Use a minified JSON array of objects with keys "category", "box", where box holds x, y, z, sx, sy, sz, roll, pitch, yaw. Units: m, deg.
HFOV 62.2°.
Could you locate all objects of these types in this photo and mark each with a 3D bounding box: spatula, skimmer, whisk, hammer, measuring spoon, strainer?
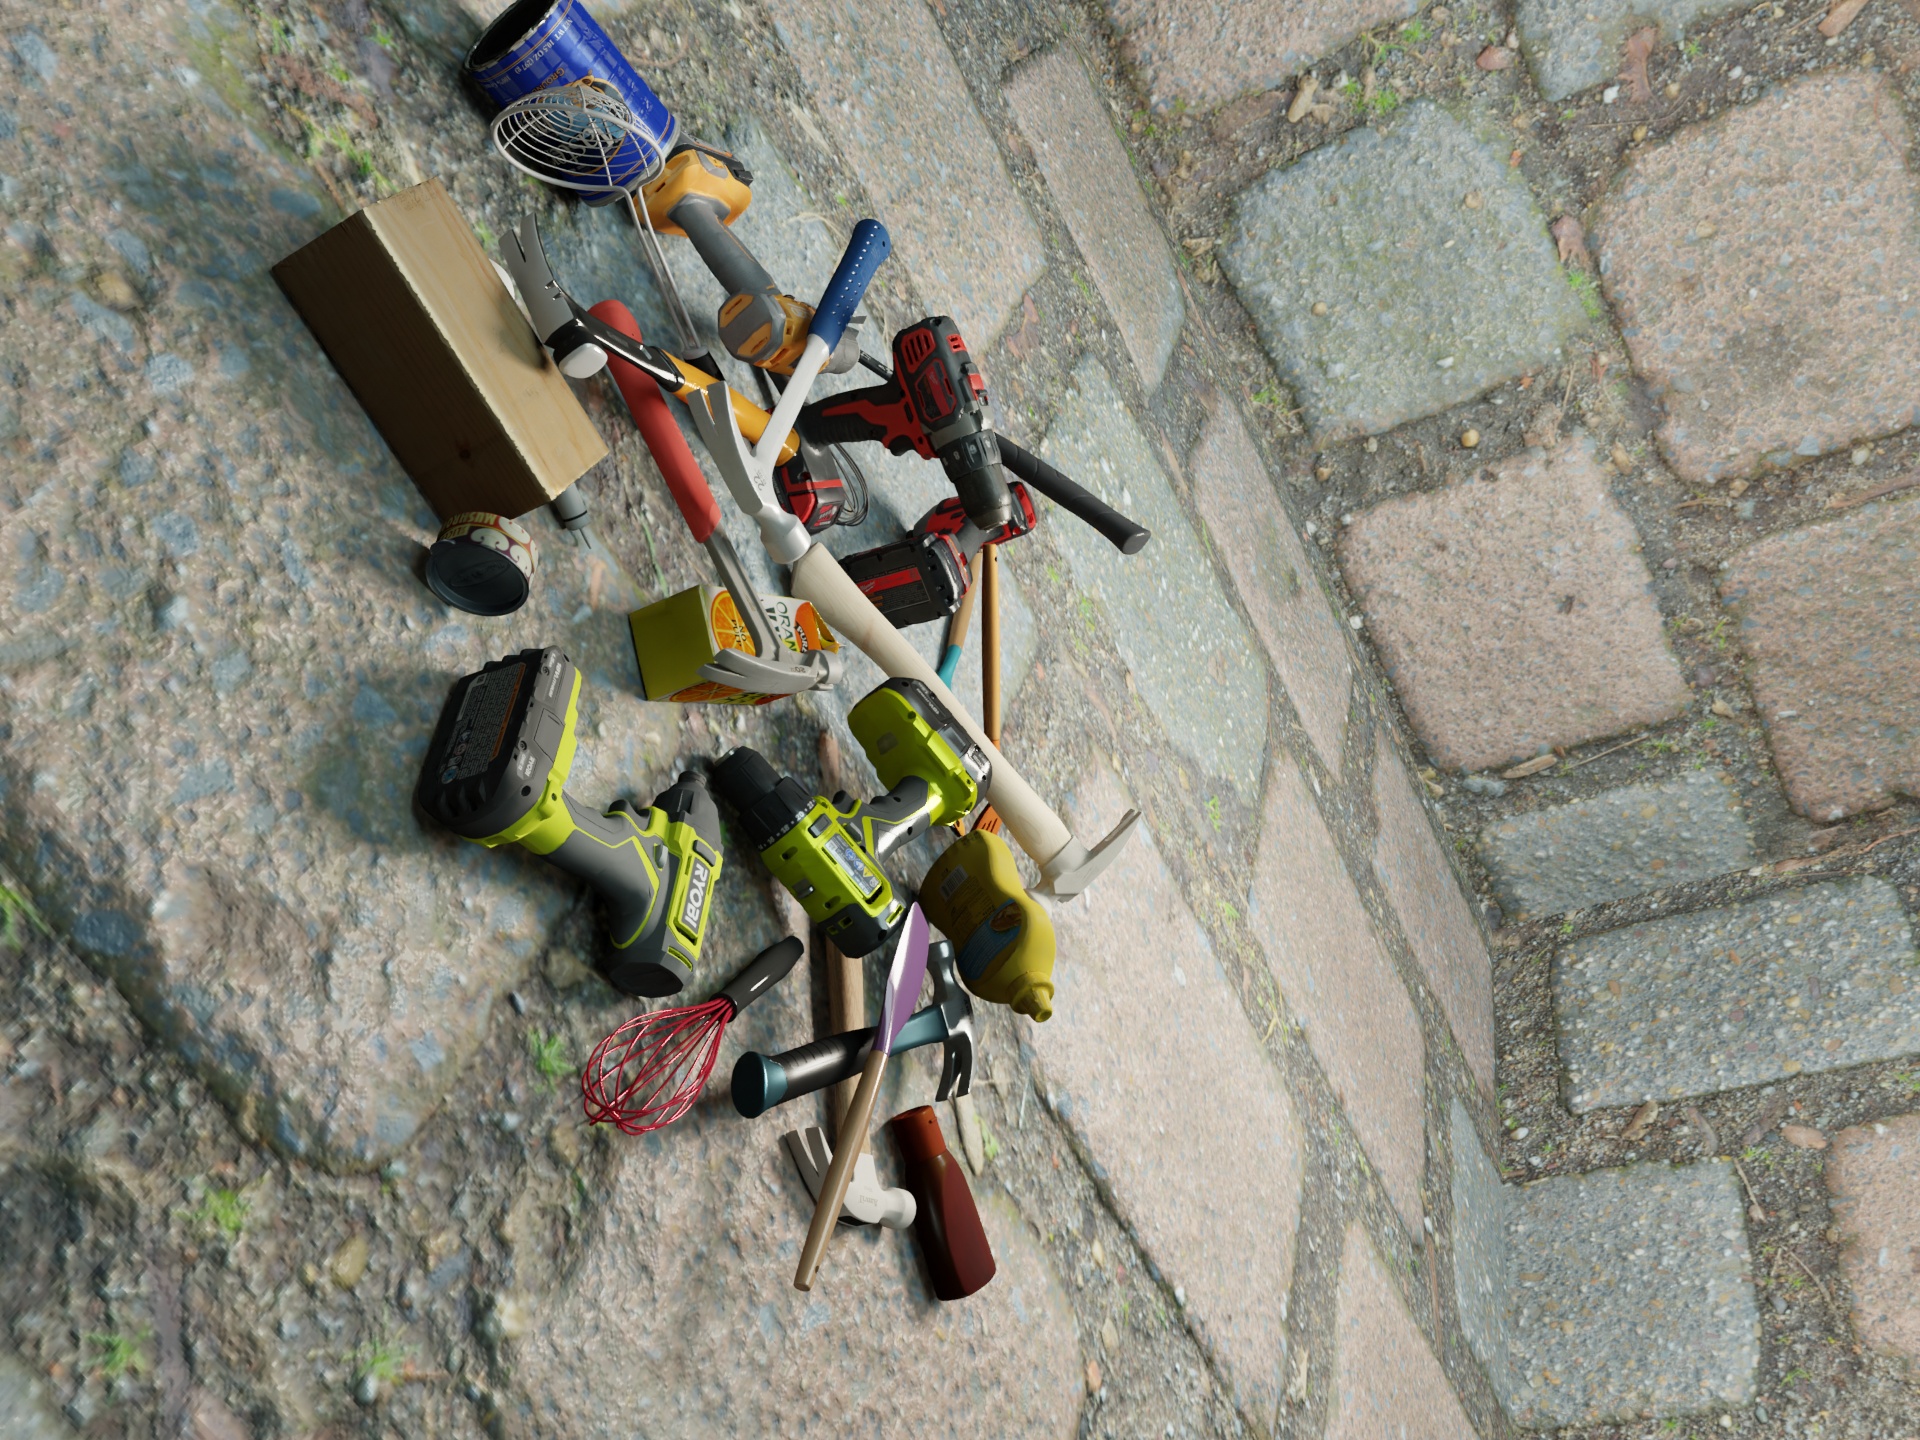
[{"category":"spatula","box":[0.021,-0.007,1.517,0.081,0.041,0.322,-17,109,-62]},{"category":"skimmer","box":[-0.250,-0.336,1.278,0.090,0.127,0.362,-65,145,-43]},{"category":"whisk","box":[-0.175,0.208,1.108,0.073,0.073,0.296,68,21,-6]},{"category":"hammer","box":[0.015,-0.289,1.592,0.409,0.036,0.149,34,28,3]},{"category":"spatula","box":[0.007,-0.093,1.673,0.082,0.044,0.318,49,32,-30]},{"category":"whisk","box":[-0.152,-0.292,1.504,0.239,0.055,0.055,64,27,-4]},{"category":"spatula","box":[-0.066,0.269,1.165,0.316,0.018,0.059,-70,151,-43]},{"category":"hammer","box":[-0.093,0.232,1.275,0.129,0.031,0.332,34,44,-51]},{"category":"measuring spoon","box":[-0.022,0.064,1.551,0.116,0.011,0.021,66,27,-18]},{"category":"strainer","box":[-0.316,-0.240,1.136,0.087,0.050,0.258,28,-38,60]},{"category":"hammer","box":[-0.002,-0.005,1.469,0.410,0.146,0.038,50,-10,-13]},{"category":"hammer","box":[-0.218,-0.266,1.216,0.127,0.034,0.336,62,16,19]},{"category":"hammer","box":[-0.211,-0.176,1.205,0.149,0.036,0.359,7,51,-60]},{"category":"hammer","box":[-0.121,-0.306,1.303,0.143,0.035,0.406,59,31,-35]},{"category":"hammer","box":[-0.073,0.251,1.227,0.331,0.033,0.128,1,71,-63]}]

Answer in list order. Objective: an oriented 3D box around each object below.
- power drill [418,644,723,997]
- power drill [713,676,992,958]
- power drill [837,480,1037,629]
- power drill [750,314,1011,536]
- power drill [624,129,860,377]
[{"category":"power drill","box":[-0.242,0.059,1.059,0.223,0.080,0.171,51,33,-42]},{"category":"power drill","box":[-0.086,0.060,1.307,0.190,0.080,0.228,50,41,-6]},{"category":"power drill","box":[-0.025,-0.167,1.565,0.220,0.143,0.078,-48,120,-54]},{"category":"power drill","box":[-0.069,-0.231,1.409,0.080,0.226,0.188,-24,94,-64]},{"category":"power drill","box":[-0.184,-0.399,1.407,0.226,0.084,0.185,57,22,10]}]
